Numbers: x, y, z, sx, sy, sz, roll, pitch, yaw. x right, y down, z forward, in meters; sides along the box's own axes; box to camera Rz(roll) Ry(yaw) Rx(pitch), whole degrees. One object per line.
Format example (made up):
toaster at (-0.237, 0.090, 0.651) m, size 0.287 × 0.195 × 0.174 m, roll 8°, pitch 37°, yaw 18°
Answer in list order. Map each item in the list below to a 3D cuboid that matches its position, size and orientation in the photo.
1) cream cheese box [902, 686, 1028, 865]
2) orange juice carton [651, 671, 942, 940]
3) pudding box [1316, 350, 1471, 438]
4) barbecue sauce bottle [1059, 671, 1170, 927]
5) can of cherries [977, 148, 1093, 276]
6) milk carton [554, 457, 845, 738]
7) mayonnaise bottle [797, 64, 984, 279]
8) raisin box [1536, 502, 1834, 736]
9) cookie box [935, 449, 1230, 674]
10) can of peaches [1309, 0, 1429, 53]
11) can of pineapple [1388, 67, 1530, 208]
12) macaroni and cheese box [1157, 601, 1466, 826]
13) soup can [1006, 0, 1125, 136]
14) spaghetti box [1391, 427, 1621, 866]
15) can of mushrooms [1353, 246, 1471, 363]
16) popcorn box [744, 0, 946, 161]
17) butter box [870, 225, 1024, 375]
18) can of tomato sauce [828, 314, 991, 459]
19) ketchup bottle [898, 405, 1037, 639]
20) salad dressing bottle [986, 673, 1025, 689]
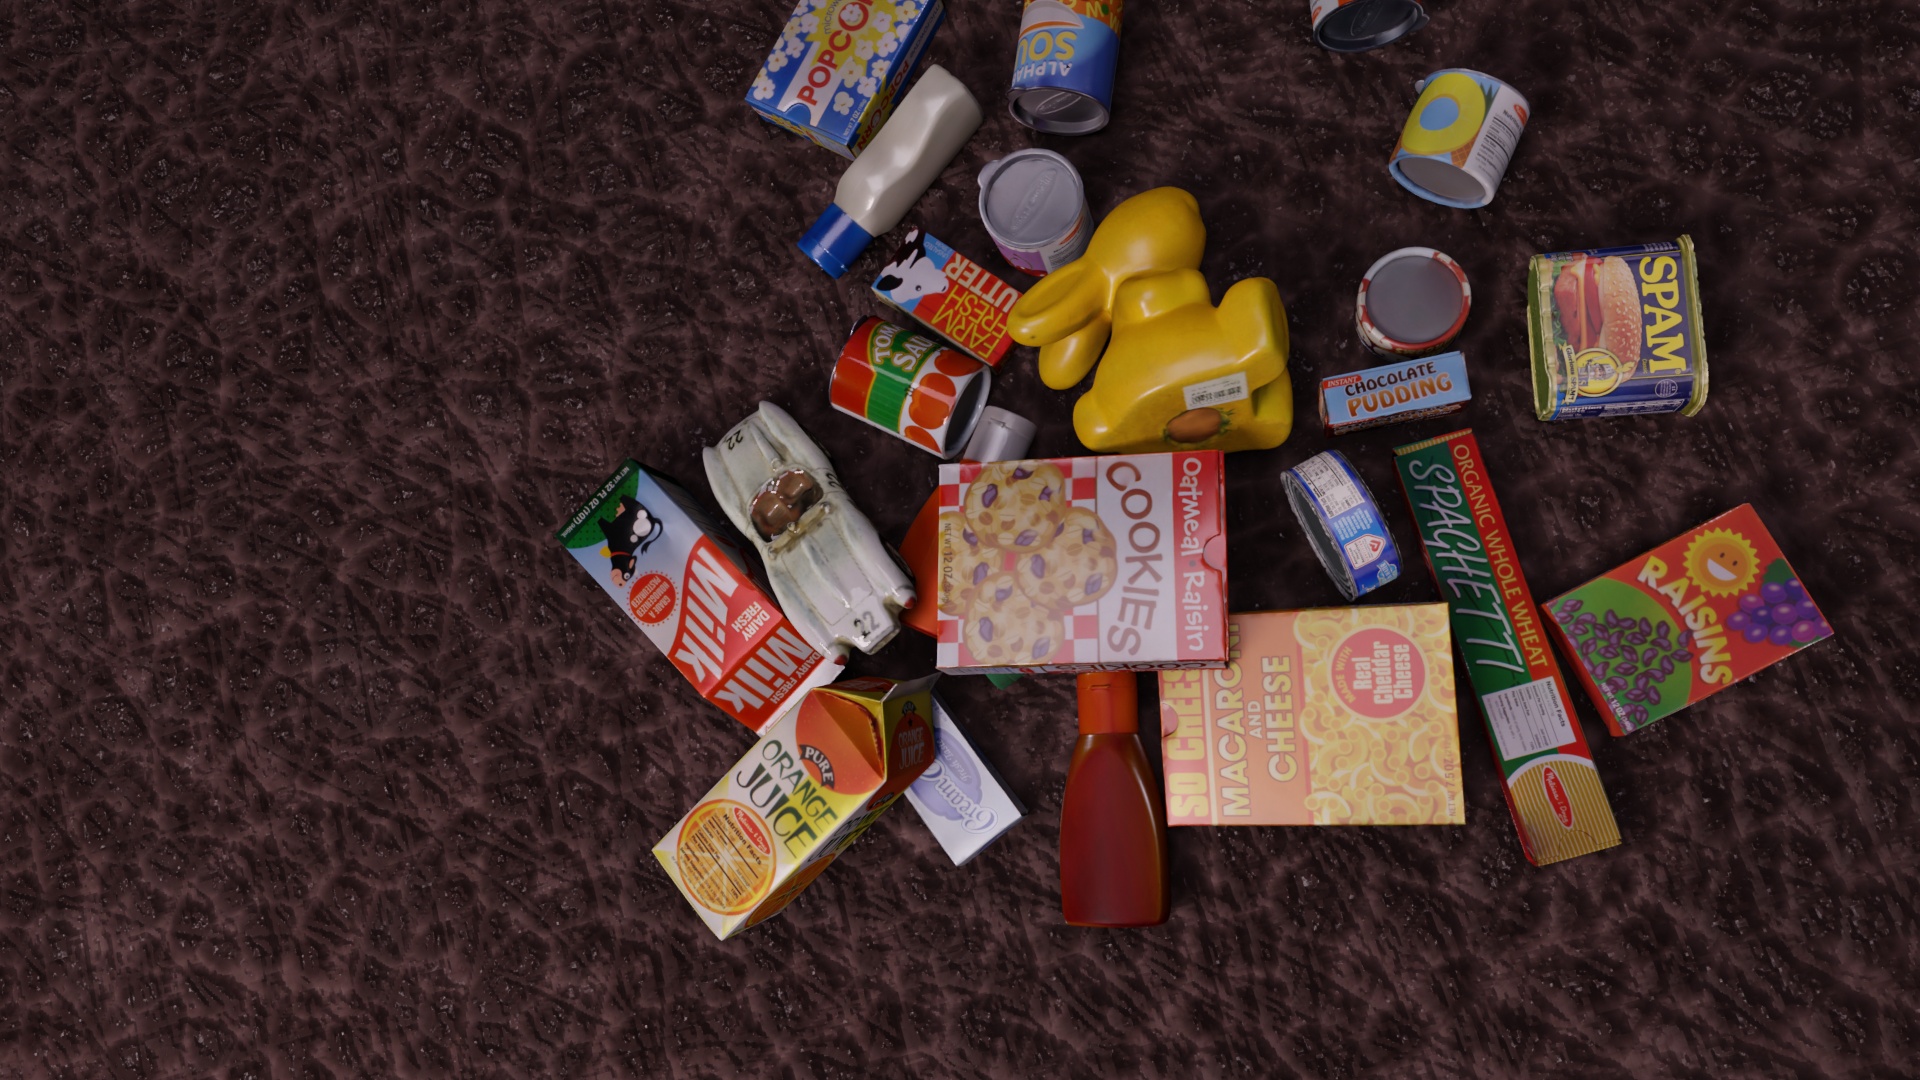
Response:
cream cheese box at (-0.010, 0.145, 0.863) m, size 0.053 × 0.024 × 0.104 m, roll -40°, pitch 75°, yaw 5°
orange juice carton at (-0.087, 0.146, 0.835) m, size 0.192 × 0.072 × 0.073 m, roll -46°, pitch 74°, yaw 15°
pudding box at (0.258, -0.087, 0.830) m, size 0.084 × 0.049 × 0.030 m, roll -10°, pitch 81°, yaw 10°
barbecue sauce bottle at (0.090, 0.153, 0.830) m, size 0.065 × 0.043 × 0.148 m, roll -5°, pitch 79°, yaw 19°
can of cherries at (0.048, -0.211, 0.892) m, size 0.071 × 0.058 × 0.071 m, roll -2°, pitch 82°, yaw 13°
milk carton at (-0.161, 0.040, 0.887) m, size 0.191 × 0.073 × 0.072 m, roll 43°, pitch 92°, yaw 15°
mayonnaise bottle at (-0.047, -0.240, 0.916) m, size 0.041 × 0.065 × 0.148 m, roll 43°, pitch 95°, yaw 14°
raisin box at (0.405, 0.046, 0.783) m, size 0.123 × 0.040 × 0.086 m, roll -29°, pitch 76°, yaw 7°
cookie box at (0.071, 0.014, 0.809) m, size 0.167 × 0.040 × 0.123 m, roll -2°, pitch 77°, yaw 13°
can of peaches at (0.253, -0.347, 0.867) m, size 0.071 × 0.071 × 0.058 m, roll -7°, pitch 79°, yaw 11°
can of pineapple at (0.299, -0.242, 0.840) m, size 0.071 × 0.071 × 0.058 m, roll 24°, pitch 87°, yaw 15°
macaroni and cheese box at (0.200, 0.101, 0.803) m, size 0.166 × 0.040 × 0.123 m, roll -5°, pitch 85°, yaw 18°
soup can at (0.067, -0.316, 0.898) m, size 0.071 × 0.071 × 0.084 m, roll 6°, pitch 82°, yaw 13°
spaghetti box at (0.313, 0.058, 0.805) m, size 0.050 × 0.028 × 0.250 m, roll -17°, pitch 78°, yaw 9°
can of mushrooms at (0.275, -0.141, 0.844) m, size 0.071 × 0.033 × 0.071 m, roll -2°, pitch 80°, yaw 11°
popcorn box at (-0.077, -0.333, 0.949) m, size 0.085 × 0.038 × 0.126 m, roll 28°, pitch 87°, yaw 14°
butter box at (-0.002, -0.157, 0.911) m, size 0.103 × 0.024 × 0.053 m, roll 35°, pitch 90°, yaw 15°
can of tomato sauce at (-0.031, -0.099, 0.884) m, size 0.083 × 0.071 × 0.071 m, roll 26°, pitch 87°, yaw 14°
ketchup bottle at (0.003, -0.011, 0.875) m, size 0.065 × 0.043 × 0.149 m, roll 22°, pitch 86°, yaw 24°
salad dressing bottle at (0.073, 0.034, 0.853) m, size 0.147 × 0.044 × 0.064 m, roll -37°, pitch 86°, yaw 4°
